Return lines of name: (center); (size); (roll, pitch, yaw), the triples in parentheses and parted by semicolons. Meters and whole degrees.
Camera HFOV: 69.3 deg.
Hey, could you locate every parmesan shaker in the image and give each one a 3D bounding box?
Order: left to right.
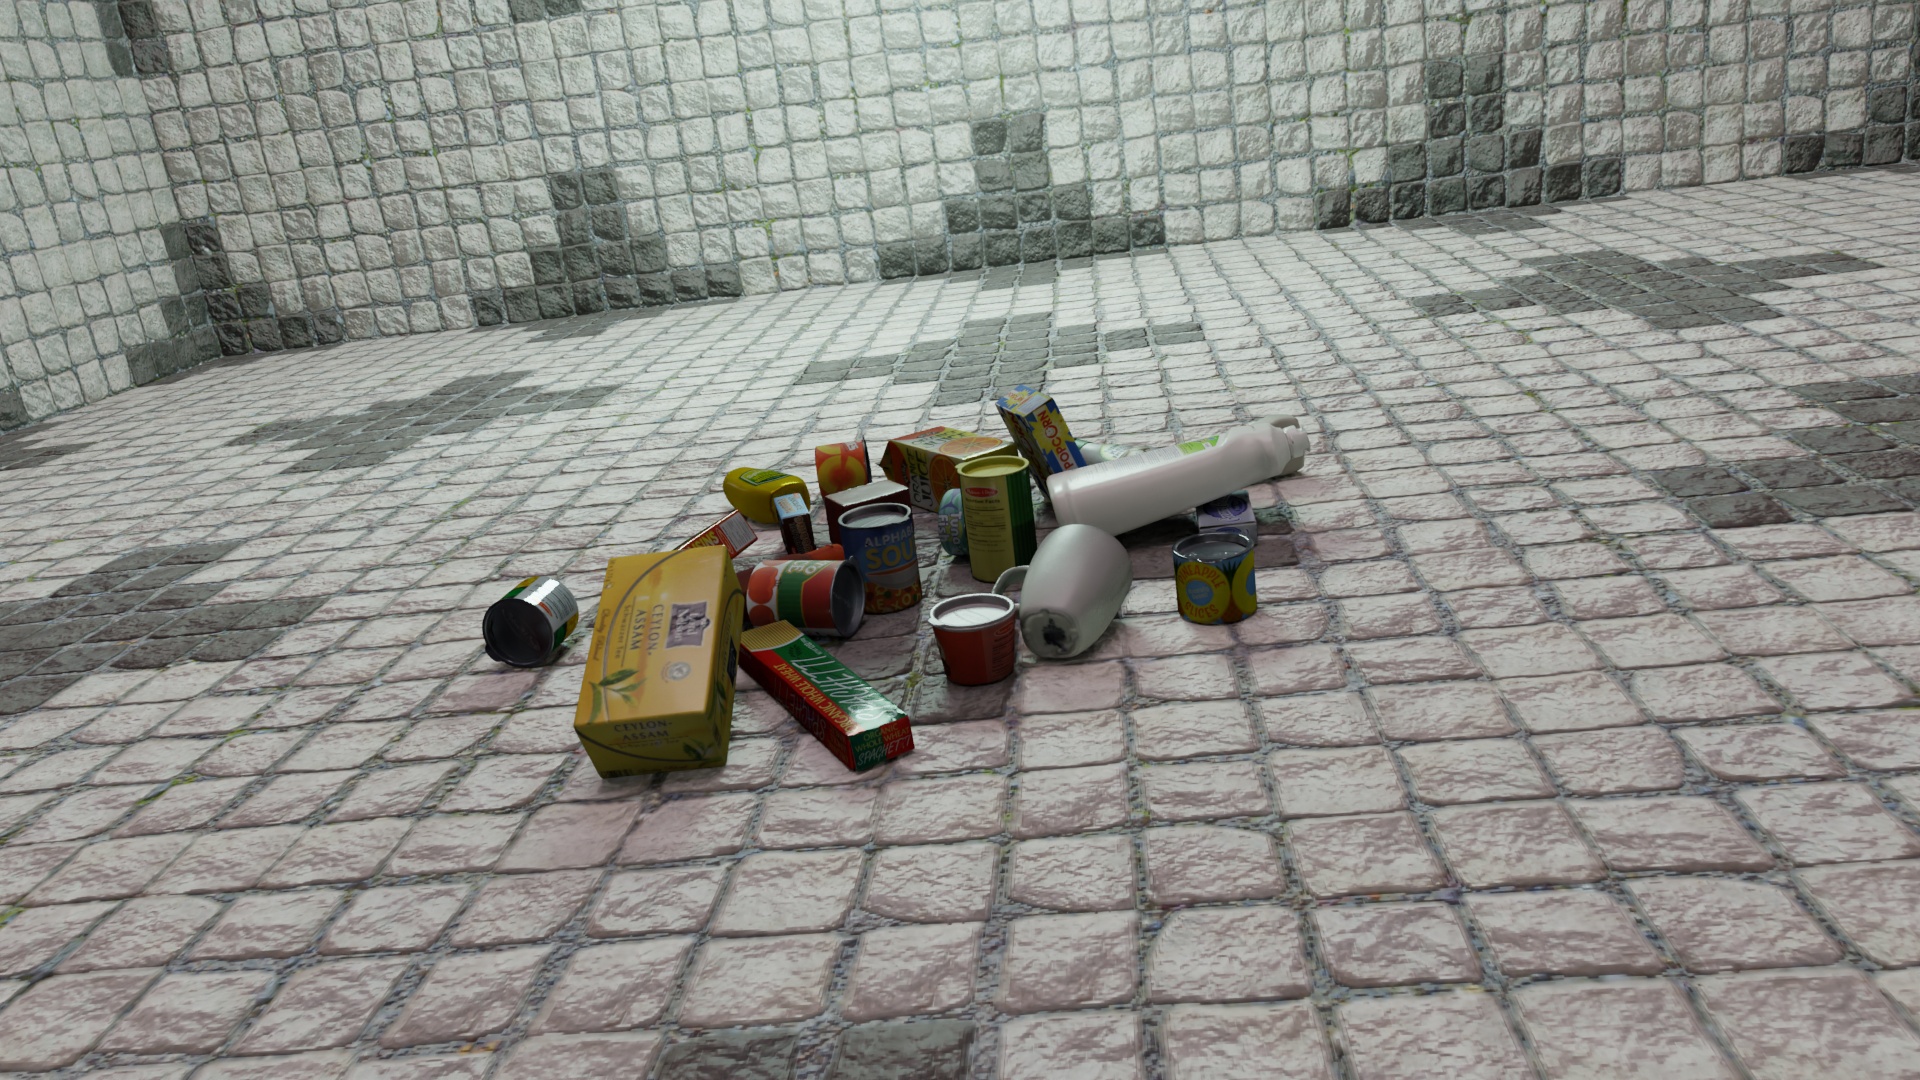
parmesan shaker: (0.034, -0.021, 1.289); (0.071, 0.102, 0.071); (-6, 19, 2)

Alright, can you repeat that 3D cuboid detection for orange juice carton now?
orange juice carton: (-0.016, -0.078, 1.525); (0.072, 0.072, 0.193); (-19, 21, -30)

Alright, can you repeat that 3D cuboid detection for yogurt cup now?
yogurt cup: (0.012, 0.078, 1.086); (0.072, 0.053, 0.072); (-7, 19, 2)

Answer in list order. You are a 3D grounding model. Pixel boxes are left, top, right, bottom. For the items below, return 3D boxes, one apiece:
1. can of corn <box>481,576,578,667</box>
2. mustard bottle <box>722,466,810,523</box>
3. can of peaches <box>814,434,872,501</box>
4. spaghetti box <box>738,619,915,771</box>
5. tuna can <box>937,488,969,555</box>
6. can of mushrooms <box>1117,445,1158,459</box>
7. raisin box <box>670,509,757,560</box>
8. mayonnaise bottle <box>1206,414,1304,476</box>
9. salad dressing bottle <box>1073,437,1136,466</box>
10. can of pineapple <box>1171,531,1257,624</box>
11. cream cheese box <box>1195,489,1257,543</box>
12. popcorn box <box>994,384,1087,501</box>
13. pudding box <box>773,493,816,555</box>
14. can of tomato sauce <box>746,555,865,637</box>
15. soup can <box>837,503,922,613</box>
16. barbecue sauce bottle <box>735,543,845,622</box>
can of corn: (-0.384, 0.073, 1.240); (0.071, 0.071, 0.058); (-4, 18, 10)
mustard bottle: (-0.232, -0.056, 1.579); (0.065, 0.048, 0.160); (-18, 22, -34)
can of peaches: (-0.133, -0.082, 1.584); (0.058, 0.071, 0.071); (-9, 18, 1)
spaghetti box: (-0.111, 0.114, 1.069); (0.050, 0.028, 0.250); (-17, 21, -24)
tuna can: (0.005, -0.017, 1.347); (0.033, 0.071, 0.071); (0, 20, 25)
can of mushrooms: (0.185, -0.060, 1.406); (0.071, 0.070, 0.033); (-8, 19, -1)
raisin box: (-0.261, 0.023, 1.330); (0.086, 0.040, 0.124); (-28, 8, 28)
mayonnaise bottle: (0.285, -0.087, 1.456); (0.148, 0.064, 0.041); (-15, 16, -10)
salad dressing bottle: (0.164, -0.085, 1.518); (0.064, 0.043, 0.148); (-20, 22, -30)
can of pineapple: (0.208, 0.031, 1.141); (0.071, 0.057, 0.071); (-7, 18, 2)
cream cheese box: (0.253, -0.021, 1.328); (0.053, 0.024, 0.104); (-6, 19, 9)
popcorn box: (0.092, -0.094, 1.444); (0.038, 0.126, 0.085); (-33, 24, -9)
pudding box: (-0.170, -0.015, 1.434); (0.030, 0.049, 0.084); (-12, 19, -10)
can of tomato sauce: (-0.134, 0.048, 1.206); (0.083, 0.071, 0.071); (0, 20, 22)
soup can: (-0.070, 0.016, 1.252); (0.071, 0.083, 0.071); (-7, 19, 2)
barbecue sauce bottle: (-0.170, 0.040, 1.283); (0.149, 0.043, 0.065); (-21, 17, -35)
